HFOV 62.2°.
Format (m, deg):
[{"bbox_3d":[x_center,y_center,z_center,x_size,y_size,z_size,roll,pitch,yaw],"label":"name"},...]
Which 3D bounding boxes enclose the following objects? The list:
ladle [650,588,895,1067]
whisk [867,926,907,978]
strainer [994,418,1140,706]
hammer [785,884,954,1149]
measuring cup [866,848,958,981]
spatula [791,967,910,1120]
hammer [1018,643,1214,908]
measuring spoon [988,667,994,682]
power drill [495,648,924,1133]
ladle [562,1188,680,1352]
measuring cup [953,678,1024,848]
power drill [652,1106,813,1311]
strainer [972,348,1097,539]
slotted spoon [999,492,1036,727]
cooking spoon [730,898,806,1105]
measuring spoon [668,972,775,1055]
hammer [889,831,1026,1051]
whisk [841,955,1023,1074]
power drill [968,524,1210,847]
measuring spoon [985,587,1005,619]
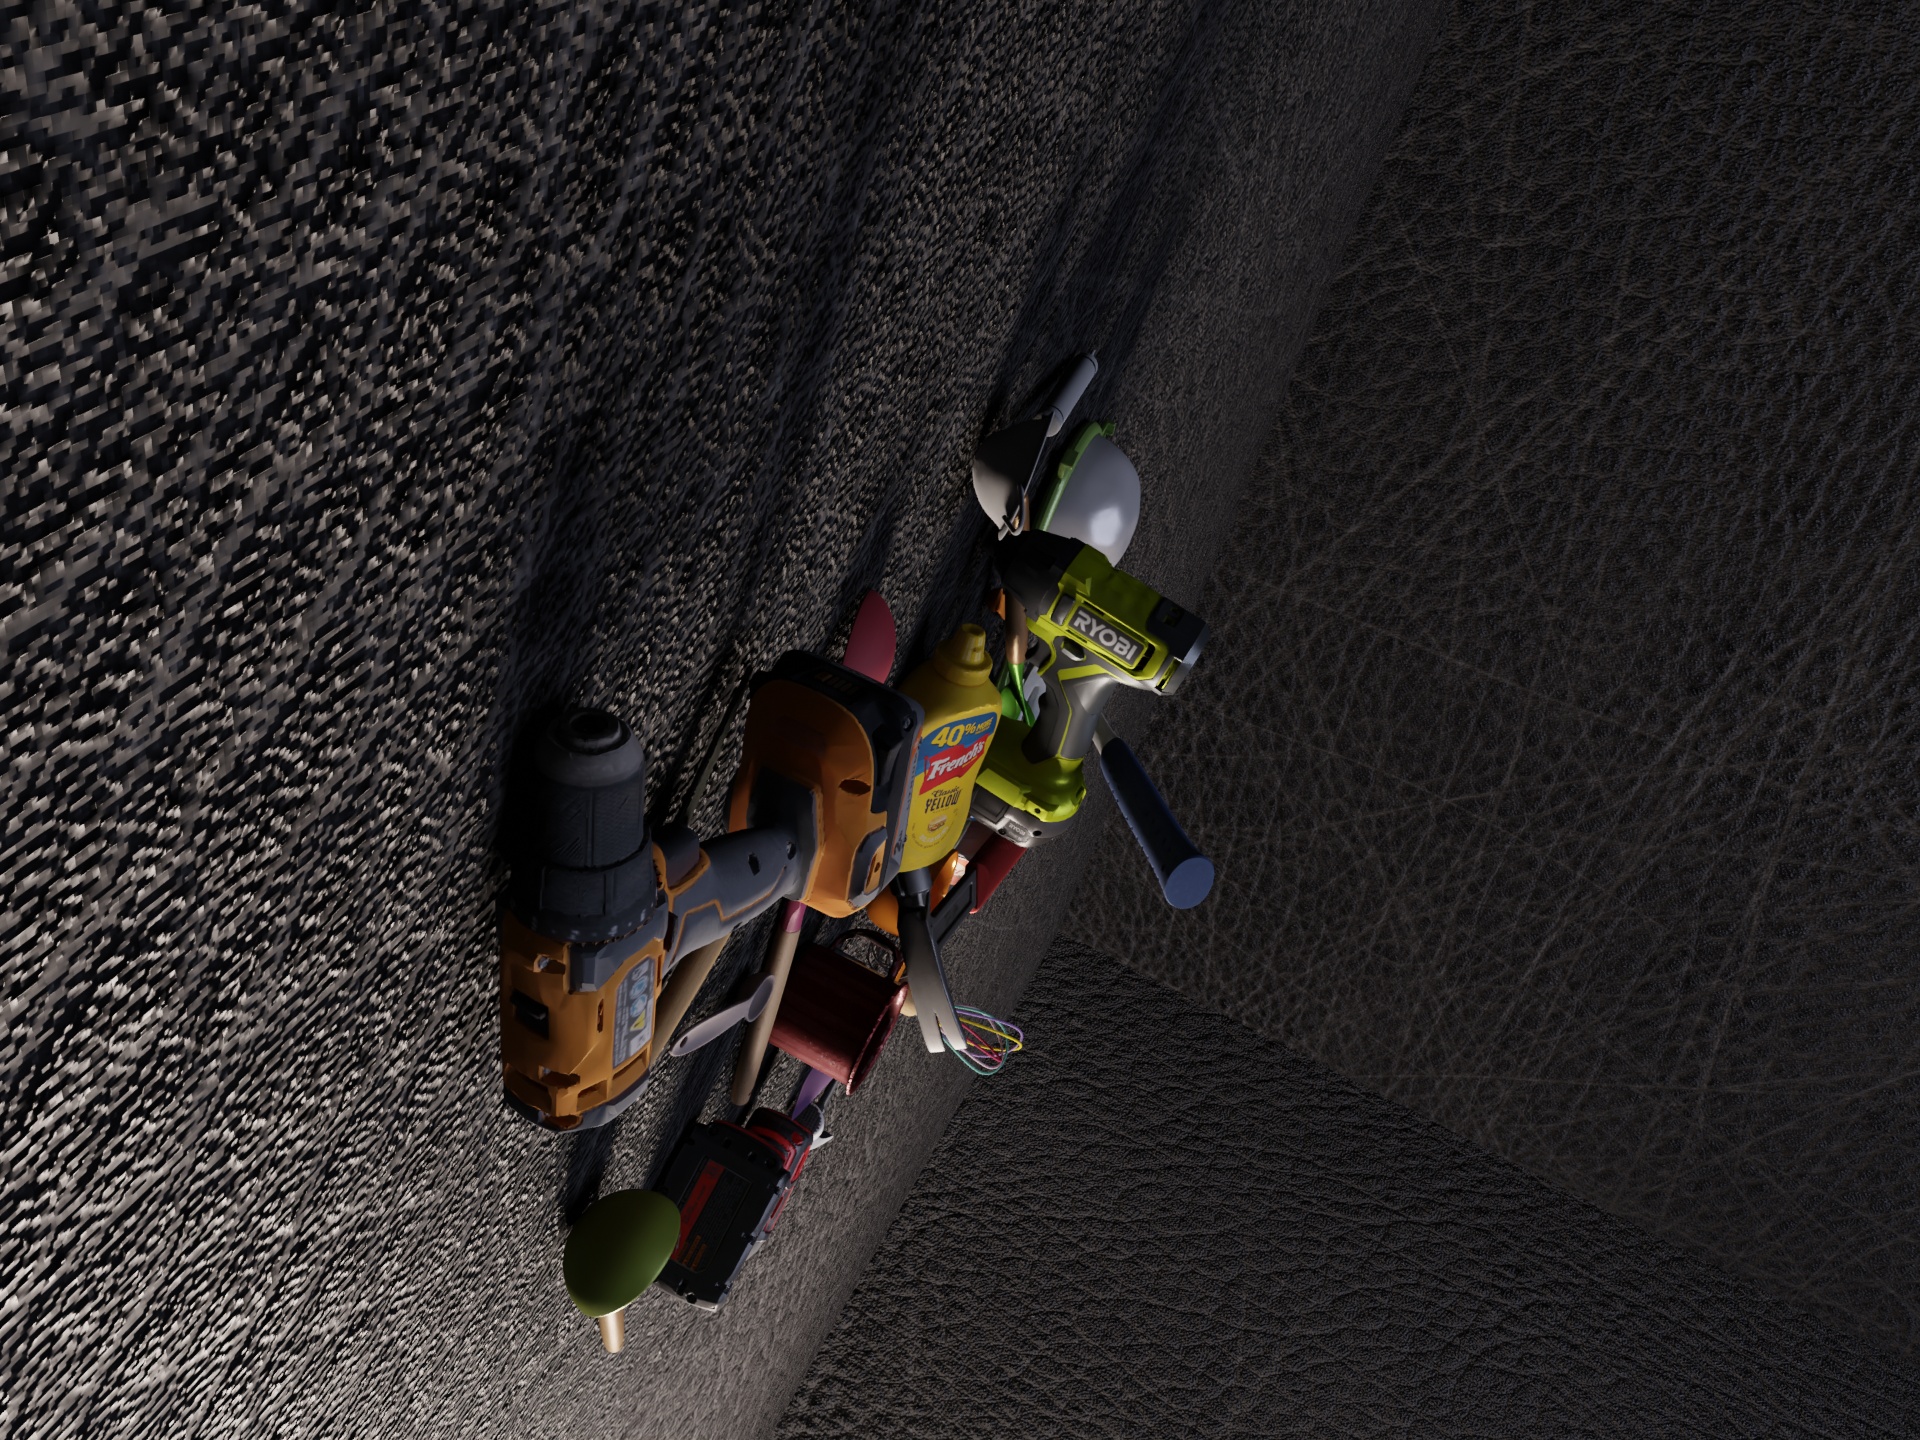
[{"bbox_3d":[-0.112,0.070,0.896,0.315,0.031,0.069,-61,170,-6],"label":"ladle"},{"bbox_3d":[-0.026,0.151,1.500,0.055,0.055,0.239,106,10,-46],"label":"whisk"},{"bbox_3d":[0.091,-0.116,1.313,0.151,0.069,0.256,-48,159,-64],"label":"strainer"},{"bbox_3d":[-0.058,0.238,1.570,0.409,0.036,0.149,-60,171,-22],"label":"hammer"},{"bbox_3d":[-0.061,0.177,1.343,0.173,0.052,0.095,-64,169,1],"label":"measuring cup"},{"bbox_3d":[-0.078,0.259,1.390,0.059,0.018,0.316,-70,168,18],"label":"spatula"},{"bbox_3d":[0.115,0.025,1.255,0.406,0.035,0.144,-112,-137,-61],"label":"hammer"},{"bbox_3d":[-0.002,-0.004,1.278,0.129,0.021,0.042,-58,169,-39],"label":"measuring spoon"},{"bbox_3d":[-0.106,0.046,0.681,0.226,0.084,0.185,-37,145,-49],"label":"power drill"},{"bbox_3d":[-0.219,0.378,1.036,0.078,0.062,0.320,-57,171,-33],"label":"ladle"},{"bbox_3d":[0.009,0.034,1.397,0.167,0.038,0.083,-67,170,6],"label":"measuring cup"},{"bbox_3d":[-0.174,0.365,1.188,0.143,0.078,0.219,-62,173,-10],"label":"power drill"},{"bbox_3d":[0.053,-0.193,1.044,0.086,0.050,0.259,-64,178,38],"label":"strainer"},{"bbox_3d":[0.045,-0.064,1.241,0.031,0.070,0.313,-18,144,-12],"label":"slotted spoon"},{"bbox_3d":[-0.122,0.157,1.083,0.069,0.017,0.318,-61,172,-55],"label":"cooking spoon"},{"bbox_3d":[-0.155,0.187,1.014,0.124,0.018,0.034,-19,132,-67],"label":"measuring spoon"},{"bbox_3d":[0.022,0.136,1.335,0.359,0.037,0.149,-40,118,-68],"label":"hammer"},{"bbox_3d":[-0.029,0.246,1.334,0.244,0.047,0.051,35,83,-43],"label":"whisk"},{"bbox_3d":[0.057,-0.028,1.162,0.223,0.171,0.080,-61,174,38],"label":"power drill"},{"bbox_3d":[0.031,-0.094,1.273,0.117,0.011,0.021,0,107,-83],"label":"measuring spoon"}]
